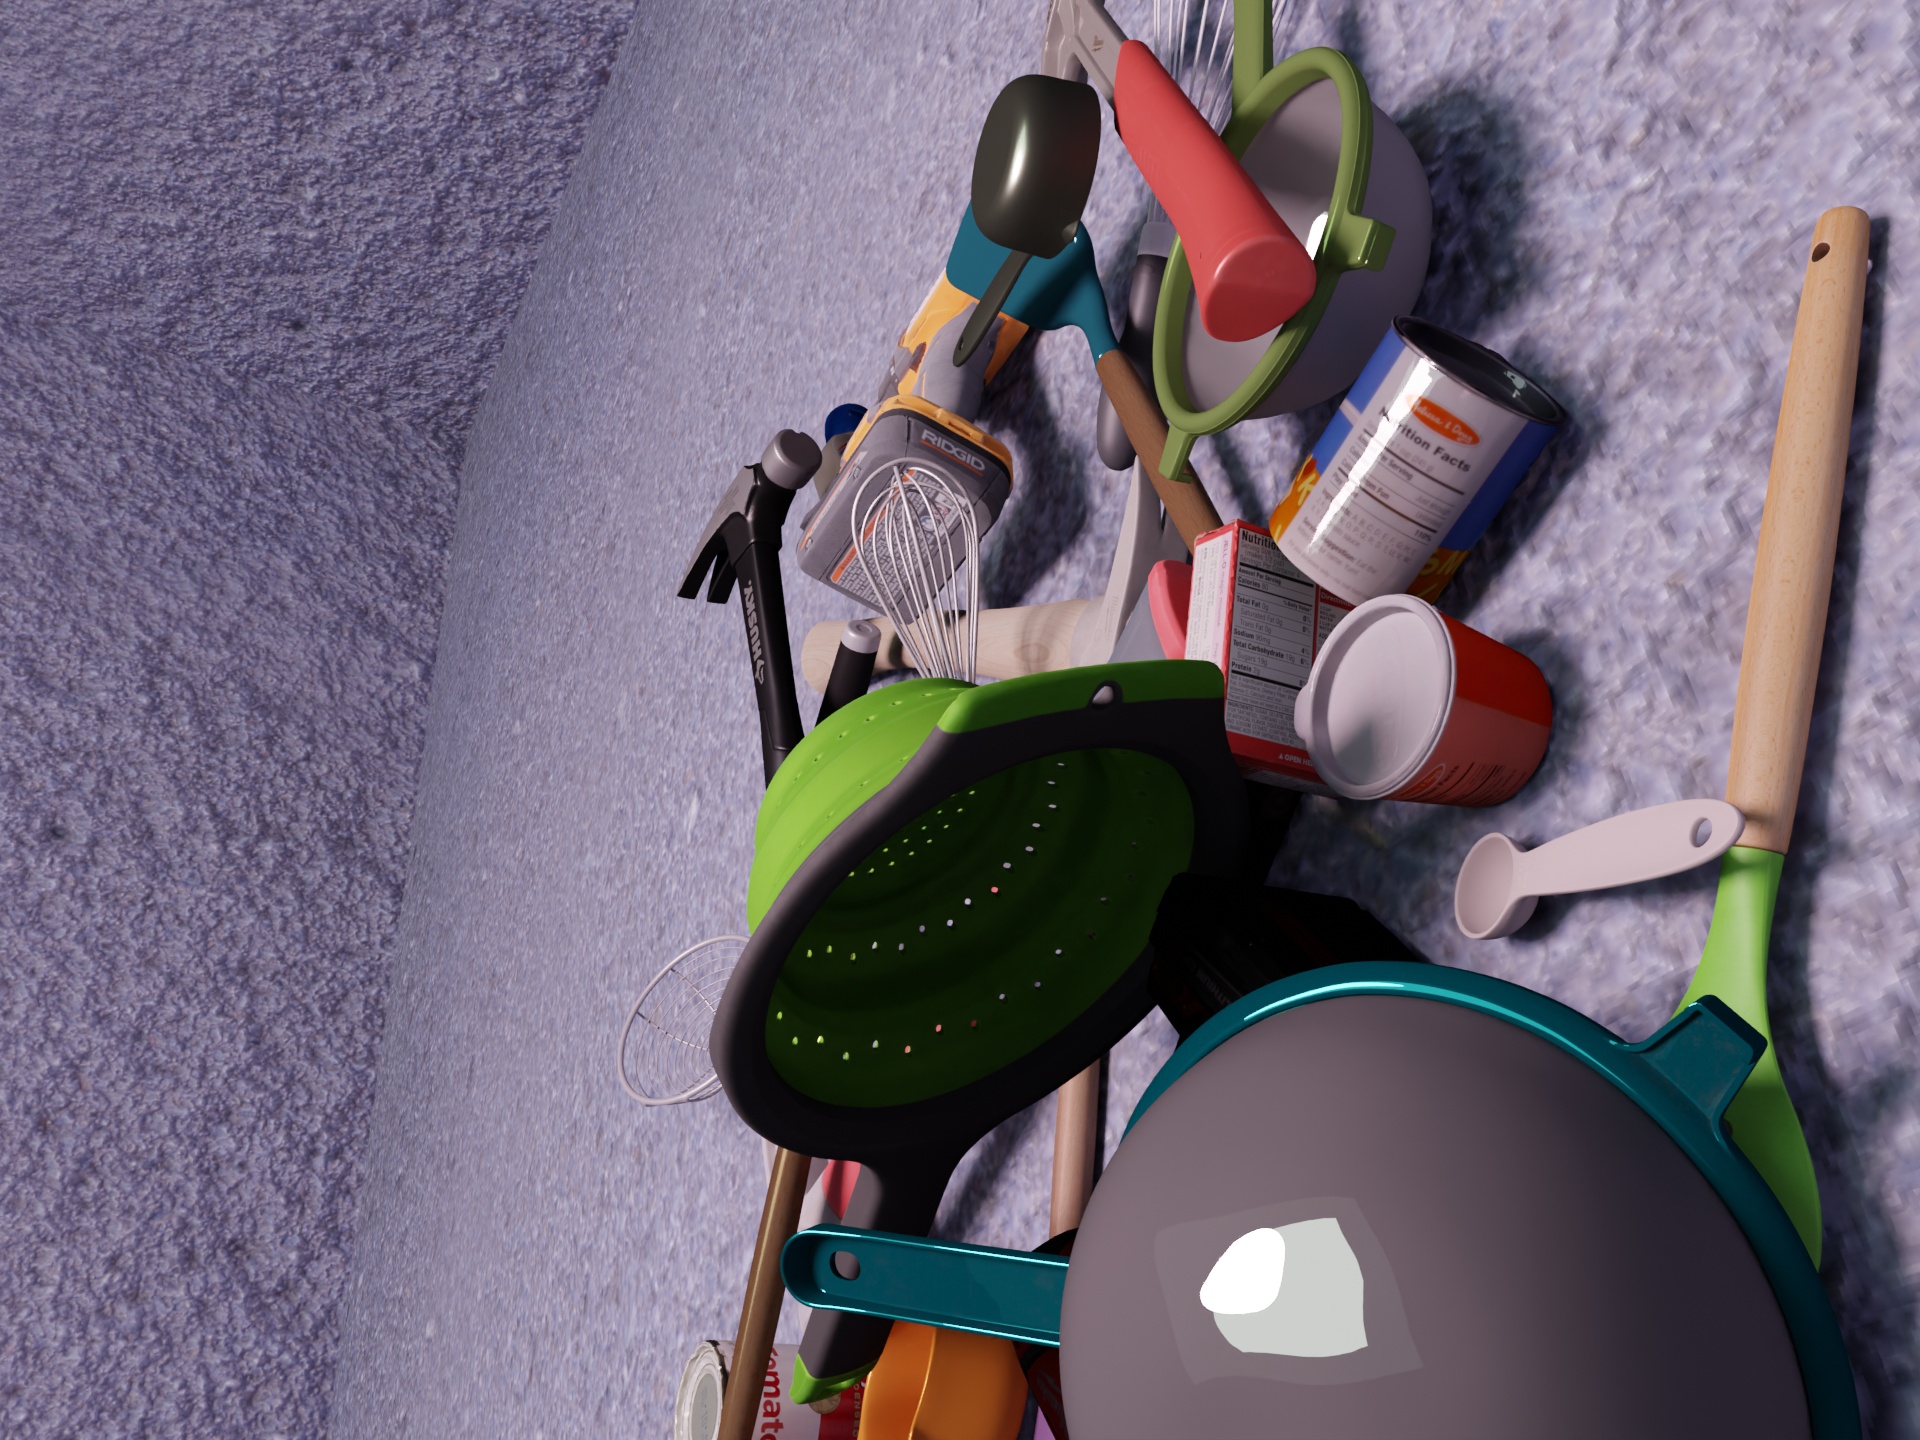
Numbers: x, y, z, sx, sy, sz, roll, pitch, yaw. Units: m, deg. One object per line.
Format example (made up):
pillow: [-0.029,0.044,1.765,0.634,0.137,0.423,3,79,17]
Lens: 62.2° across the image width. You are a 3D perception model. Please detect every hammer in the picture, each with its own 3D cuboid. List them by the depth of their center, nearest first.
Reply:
hammer: [0.082,-0.264,0.668,0.359,0.036,0.149,-102,21,-52]
hammer: [0.004,0.093,0.702,0.386,0.038,0.143,-62,28,23]
hammer: [-0.003,-0.054,0.894,0.411,0.038,0.146,5,80,65]
hammer: [-0.106,0.007,0.915,0.146,0.035,0.335,-41,51,46]

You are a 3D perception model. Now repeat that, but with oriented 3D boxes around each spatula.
spatula: [0.045,0.230,0.675,0.060,0.018,0.316,143,135,-67]
spatula: [0.067,-0.146,0.718,0.082,0.044,0.318,-61,36,38]

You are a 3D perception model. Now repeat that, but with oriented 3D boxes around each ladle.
ladle: [-0.086,0.191,0.722,0.078,0.062,0.320,3,81,67]

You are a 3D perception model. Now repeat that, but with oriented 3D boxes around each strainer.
strainer: [0.049,0.177,0.439,0.340,0.095,0.211,-7,85,39]
strainer: [0.142,-0.224,0.651,0.151,0.069,0.257,131,150,-56]

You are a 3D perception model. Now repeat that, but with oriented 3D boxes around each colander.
colander: [-0.027,0.117,0.609,0.095,0.204,0.396,51,136,40]

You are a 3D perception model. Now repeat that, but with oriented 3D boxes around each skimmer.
skimmer: [-0.136,0.092,0.994,0.127,0.090,0.363,-112,35,-53]

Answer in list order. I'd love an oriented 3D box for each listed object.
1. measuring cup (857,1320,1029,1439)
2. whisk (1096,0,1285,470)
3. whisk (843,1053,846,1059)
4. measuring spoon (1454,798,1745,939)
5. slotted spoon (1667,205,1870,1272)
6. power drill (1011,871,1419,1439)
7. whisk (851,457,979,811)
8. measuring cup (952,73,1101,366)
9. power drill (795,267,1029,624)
measuring cup: [-0.020,0.328,0.699,0.095,0.052,0.173,-117,46,-74]
whisk: [0.103,-0.261,0.763,0.070,0.070,0.284,26,106,64]
whisk: [-0.035,0.243,0.806,0.055,0.055,0.239,-50,40,42]
measuring spoon: [0.185,0.043,0.460,0.124,0.018,0.034,139,145,-68]
slotted spoon: [0.215,0.010,0.429,0.070,0.031,0.314,-5,72,67]
power drill: [0.096,0.186,0.530,0.188,0.080,0.226,51,126,59]
whisk: [-0.001,-0.002,0.753,0.058,0.059,0.246,-149,45,-77]
measuring cup: [0.014,-0.225,0.741,0.167,0.038,0.083,127,145,-52]
power drill: [-0.025,-0.159,0.905,0.185,0.084,0.226,-48,21,45]
